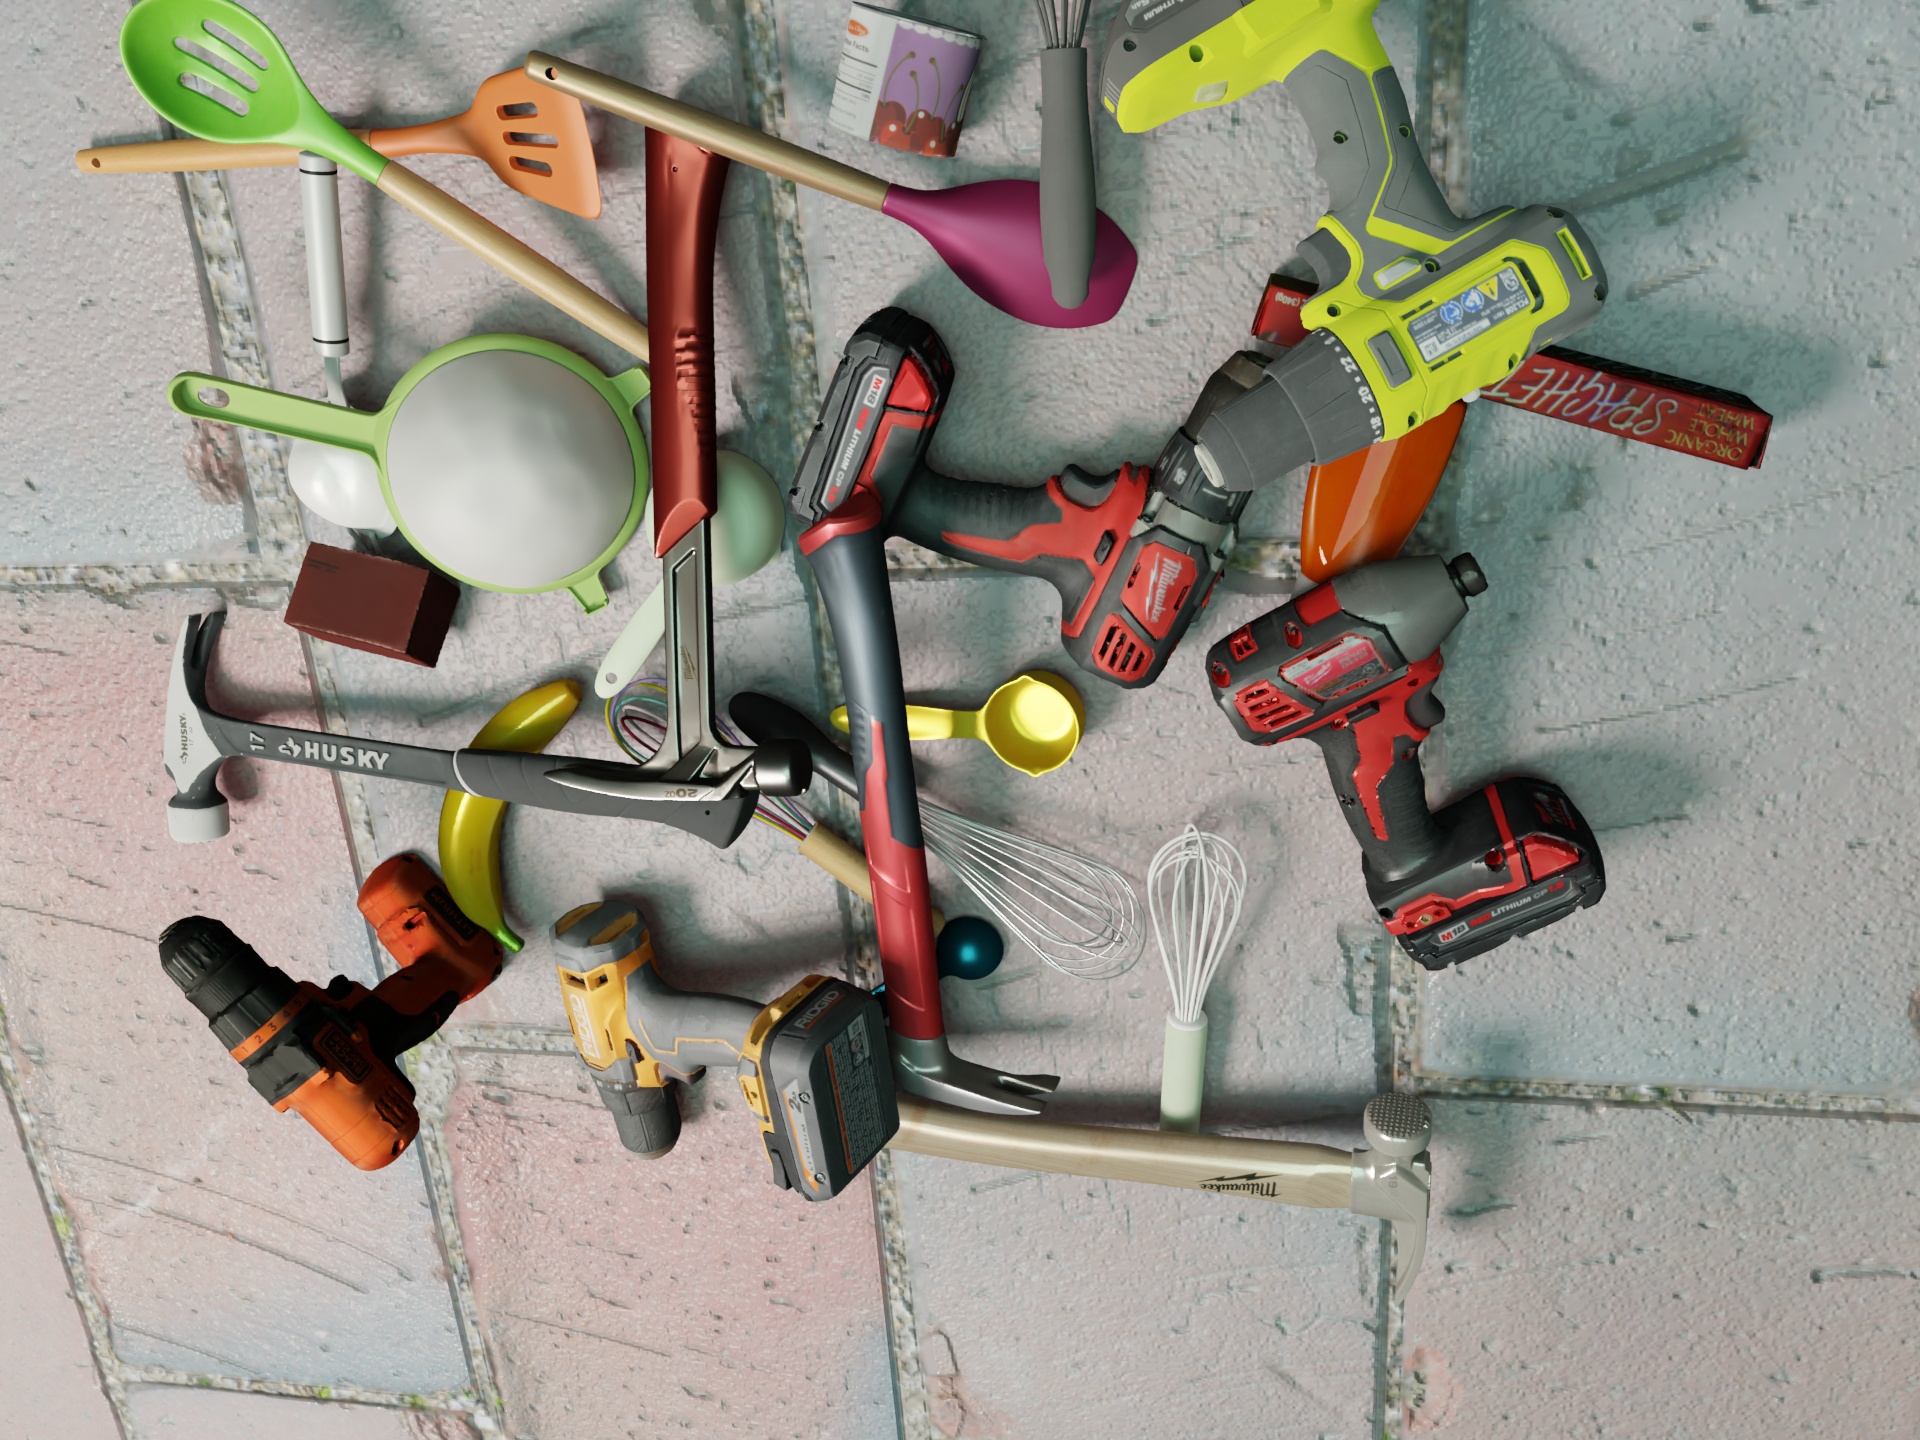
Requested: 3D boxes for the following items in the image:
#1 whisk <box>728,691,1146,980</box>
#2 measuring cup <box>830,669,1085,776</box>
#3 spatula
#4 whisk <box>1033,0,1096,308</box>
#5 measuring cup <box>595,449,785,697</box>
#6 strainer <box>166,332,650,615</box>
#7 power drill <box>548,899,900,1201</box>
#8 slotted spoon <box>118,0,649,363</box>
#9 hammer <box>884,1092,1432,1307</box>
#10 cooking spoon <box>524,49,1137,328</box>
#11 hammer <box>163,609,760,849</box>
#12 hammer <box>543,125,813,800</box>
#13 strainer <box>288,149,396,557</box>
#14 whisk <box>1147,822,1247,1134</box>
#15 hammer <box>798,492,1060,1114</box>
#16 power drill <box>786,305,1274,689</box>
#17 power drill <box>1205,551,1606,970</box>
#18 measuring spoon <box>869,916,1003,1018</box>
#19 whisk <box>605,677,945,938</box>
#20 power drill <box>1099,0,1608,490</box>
[{"bbox_3d":[-0.016,0.063,0.935,0.284,0.070,0.070,31,114,3],"label":"whisk"},{"bbox_3d":[-0.001,-0.003,0.926,0.156,0.029,0.062,2,113,23],"label":"measuring cup"},{"bbox_3d":[-0.341,-0.308,0.857,0.322,0.041,0.081,1,124,12],"label":"spatula"},{"bbox_3d":[0.050,-0.320,0.762,0.055,0.055,0.238,1,110,11],"label":"whisk"},{"bbox_3d":[-0.165,-0.077,0.901,0.083,0.038,0.167,35,103,-3],"label":"measuring cup"},{"bbox_3d":[-0.299,-0.142,0.861,0.256,0.069,0.151,12,113,-14],"label":"strainer"},{"bbox_3d":[-0.150,0.219,0.981,0.226,0.084,0.185,12,122,32],"label":"power drill"},{"bbox_3d":[-0.279,-0.269,0.833,0.313,0.031,0.070,31,112,-18],"label":"slotted spoon"},{"bbox_3d":[0.078,0.273,0.987,0.411,0.038,0.146,3,122,18],"label":"hammer"},{"bbox_3d":[-0.062,-0.272,0.800,0.318,0.017,0.068,18,114,-9],"label":"cooking spoon"},{"bbox_3d":[-0.309,0.023,0.950,0.409,0.036,0.149,6,103,18],"label":"hammer"},{"bbox_3d":[-0.155,-0.136,0.844,0.149,0.036,0.359,2,98,16],"label":"hammer"},{"bbox_3d":[-0.353,-0.202,0.888,0.087,0.050,0.258,22,121,27],"label":"strainer"},{"bbox_3d":[0.136,0.171,0.953,0.058,0.059,0.246,-3,117,-5],"label":"whisk"},{"bbox_3d":[-0.025,0.060,0.881,0.143,0.038,0.386,10,124,24],"label":"hammer"},{"bbox_3d":[0.043,-0.137,0.831,0.226,0.080,0.187,25,115,-2],"label":"power drill"},{"bbox_3d":[0.240,0.016,0.827,0.143,0.079,0.219,-30,115,20],"label":"power drill"},{"bbox_3d":[-0.028,0.167,0.995,0.128,0.021,0.042,-35,101,22],"label":"measuring spoon"},{"bbox_3d":[-0.112,0.060,0.959,0.245,0.047,0.051,37,113,-8],"label":"whisk"},{"bbox_3d":[0.157,-0.233,0.726,0.190,0.080,0.228,-29,91,4],"label":"power drill"}]
